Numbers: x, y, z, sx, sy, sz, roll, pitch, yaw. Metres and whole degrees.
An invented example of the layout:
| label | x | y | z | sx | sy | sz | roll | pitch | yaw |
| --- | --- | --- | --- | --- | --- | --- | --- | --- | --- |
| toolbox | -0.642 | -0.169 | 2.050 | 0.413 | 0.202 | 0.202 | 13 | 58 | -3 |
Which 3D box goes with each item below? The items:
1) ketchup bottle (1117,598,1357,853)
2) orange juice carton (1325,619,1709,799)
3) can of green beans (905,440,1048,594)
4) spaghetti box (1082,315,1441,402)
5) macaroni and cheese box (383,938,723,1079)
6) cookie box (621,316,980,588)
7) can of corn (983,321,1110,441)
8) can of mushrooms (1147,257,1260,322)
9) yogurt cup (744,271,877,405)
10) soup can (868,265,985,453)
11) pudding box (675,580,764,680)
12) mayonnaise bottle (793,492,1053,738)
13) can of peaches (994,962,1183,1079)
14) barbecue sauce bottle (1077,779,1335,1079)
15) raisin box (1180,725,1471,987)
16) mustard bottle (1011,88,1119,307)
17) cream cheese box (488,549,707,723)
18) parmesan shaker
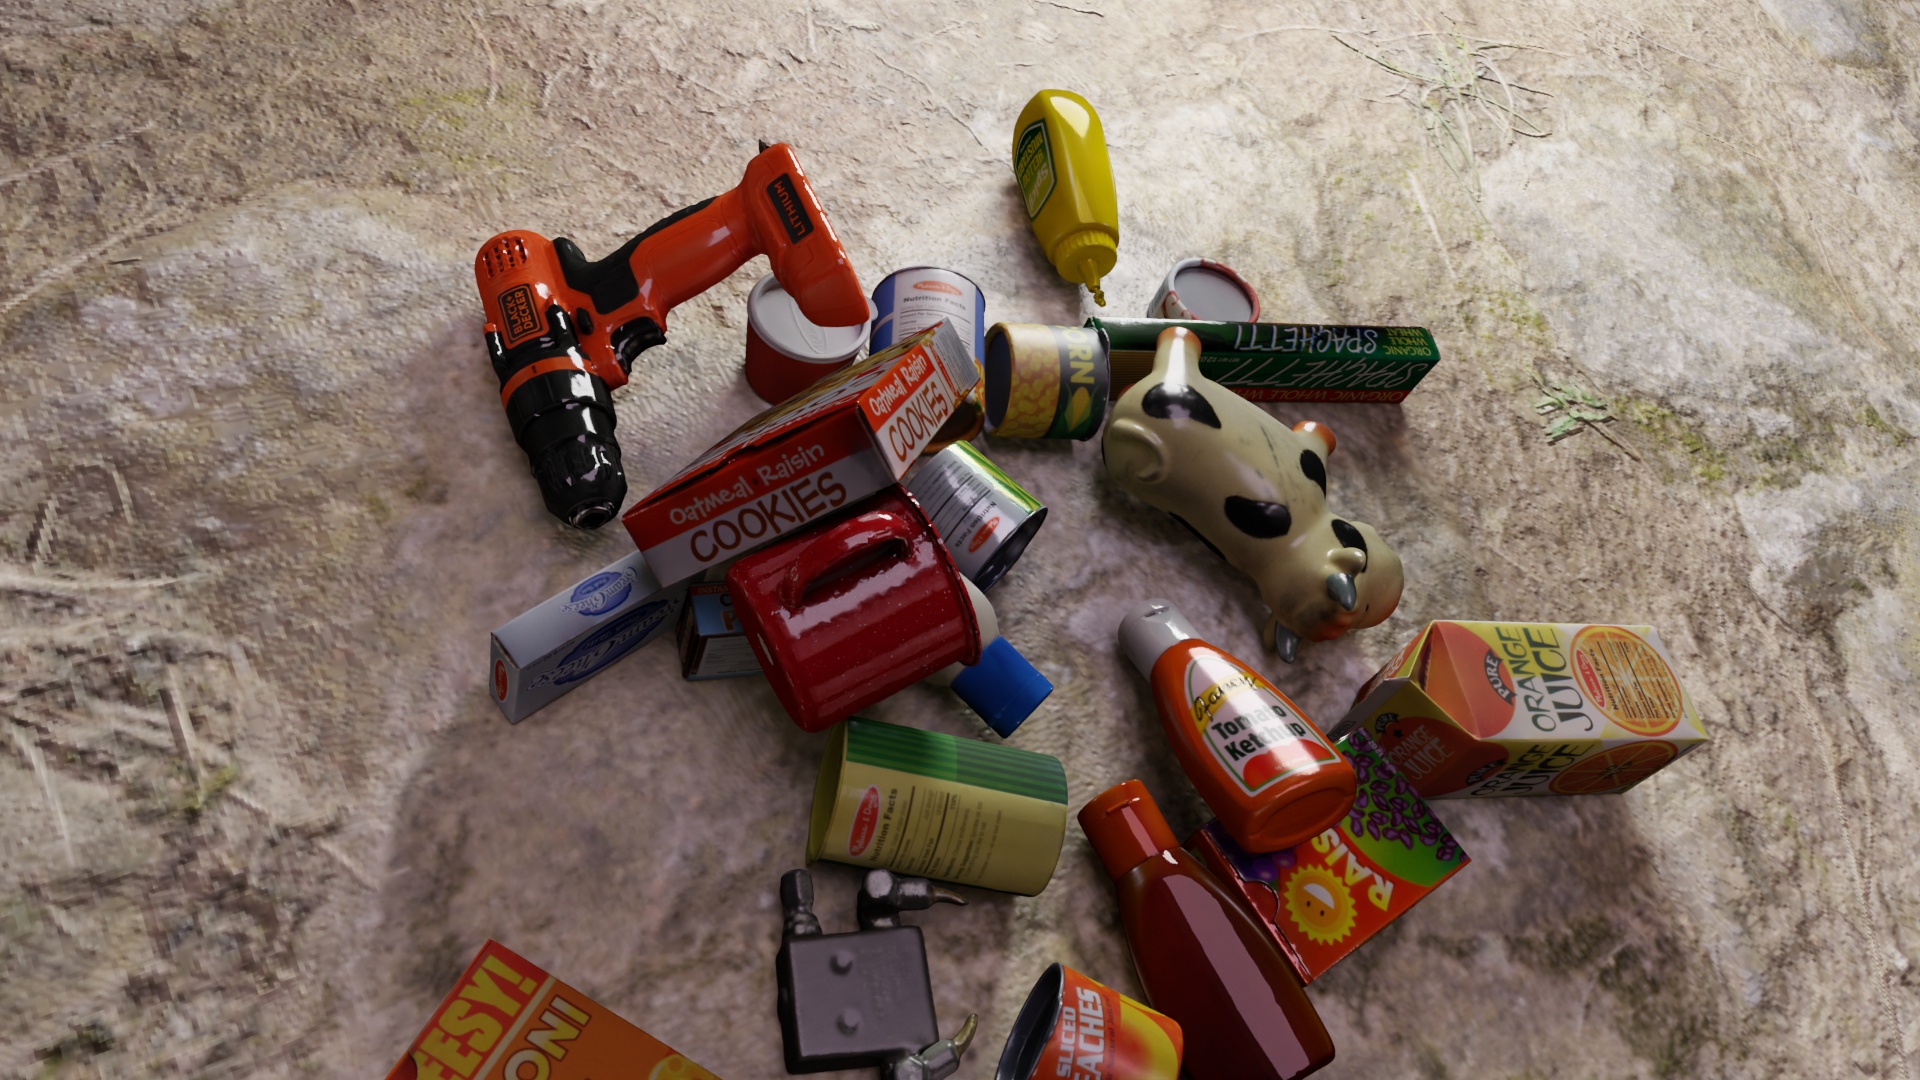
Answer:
| label | x | y | z | sx | sy | sz | roll | pitch | yaw |
| --- | --- | --- | --- | --- | --- | --- | --- | --- | --- |
| ketchup bottle | 0.127 | 0.085 | 0.685 | 0.065 | 0.043 | 0.149 | -17 | 39 | -16 |
| orange juice carton | 0.293 | 0.092 | 0.752 | 0.193 | 0.071 | 0.073 | 2 | 55 | -19 |
| can of green beans | 0.003 | -0.010 | 0.722 | 0.058 | 0.071 | 0.071 | 40 | 52 | 11 |
| spaghetti box | 0.187 | -0.113 | 0.874 | 0.250 | 0.050 | 0.029 | -2 | 59 | -21 |
| macaroni and cheese box | -0.140 | 0.243 | 0.506 | 0.166 | 0.040 | 0.124 | 30 | 50 | 2 |
| cookie box | -0.068 | -0.046 | 0.647 | 0.040 | 0.123 | 0.168 | 61 | 21 | -13 |
| can of corn | 0.047 | -0.093 | 0.795 | 0.058 | 0.070 | 0.071 | 1 | 56 | -19 |
| can of mushrooms | 0.160 | -0.148 | 0.900 | 0.071 | 0.033 | 0.071 | 10 | 52 | -13 |
| yogurt cup | -0.088 | -0.109 | 0.768 | 0.072 | 0.053 | 0.073 | 10 | 53 | -13 |
| soup can | -0.019 | -0.099 | 0.778 | 0.071 | 0.071 | 0.084 | 9 | 58 | -14 |
| pudding box | -0.090 | 0.041 | 0.662 | 0.084 | 0.049 | 0.030 | -3 | 59 | -21 |
| mayonnaise bottle | -0.019 | 0.034 | 0.688 | 0.148 | 0.064 | 0.041 | 44 | 49 | 8 |
| can of peaches | 0.053 | 0.218 | 0.575 | 0.058 | 0.071 | 0.071 | 27 | 51 | -1 |
| barbecue sauce bottle | 0.105 | 0.181 | 0.634 | 0.065 | 0.043 | 0.149 | -28 | 65 | -5 |
| raisin box | 0.178 | 0.157 | 0.684 | 0.124 | 0.039 | 0.086 | -23 | 67 | -31 |
| mustard bottle | 0.072 | -0.218 | 0.900 | 0.049 | 0.065 | 0.161 | 2 | 59 | -24 |
| cream cheese box | -0.165 | 0.038 | 0.635 | 0.104 | 0.053 | 0.024 | -33 | 74 | -35 |
| parmesan shaker | -0.011 | 0.122 | 0.626 | 0.103 | 0.071 | 0.072 | 13 | 53 | -12 |
